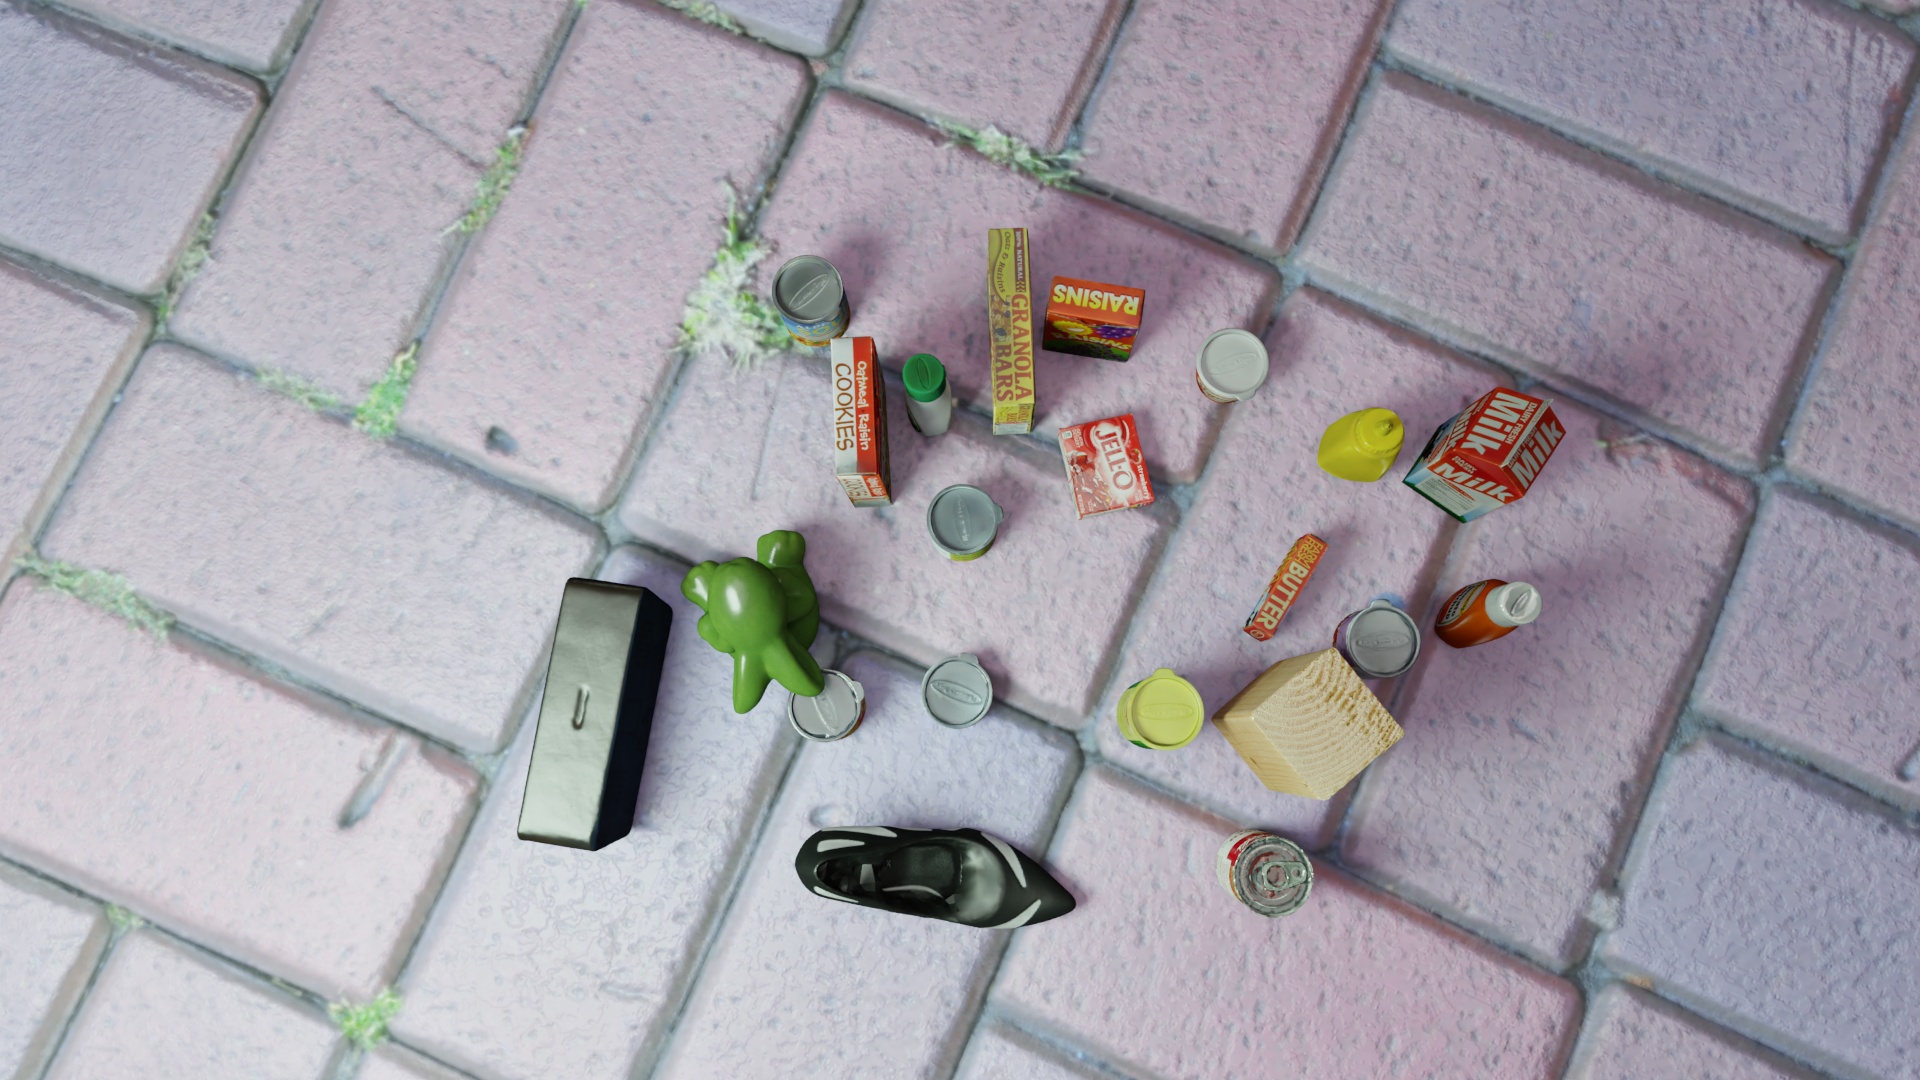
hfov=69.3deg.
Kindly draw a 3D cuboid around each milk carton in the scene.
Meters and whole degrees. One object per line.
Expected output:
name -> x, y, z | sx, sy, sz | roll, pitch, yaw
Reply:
milk carton -> 0.469, -0.077, 1.235 | 0.073, 0.190, 0.072 | 35, 84, 5

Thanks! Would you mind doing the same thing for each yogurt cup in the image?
yogurt cup -> 0.255, -0.163, 1.320 | 0.072, 0.054, 0.072 | 0, 82, 1

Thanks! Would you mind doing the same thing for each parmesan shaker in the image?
parmesan shaker -> 0.178, 0.152, 1.248 | 0.071, 0.103, 0.071 | 0, 82, 1

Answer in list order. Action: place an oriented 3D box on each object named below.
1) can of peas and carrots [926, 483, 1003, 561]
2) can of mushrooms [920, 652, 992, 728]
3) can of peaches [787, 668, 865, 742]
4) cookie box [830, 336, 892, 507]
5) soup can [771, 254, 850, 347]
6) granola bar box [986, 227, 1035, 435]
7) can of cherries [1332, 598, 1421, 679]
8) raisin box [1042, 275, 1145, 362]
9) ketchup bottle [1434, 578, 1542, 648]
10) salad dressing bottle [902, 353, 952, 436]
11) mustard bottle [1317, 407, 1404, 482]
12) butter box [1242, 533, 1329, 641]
can of peas and carrots -> 0.005, -0.016, 1.298 | 0.071, 0.058, 0.071 | 0, 82, 1
can of mushrooms -> -0.002, 0.139, 1.287 | 0.071, 0.033, 0.071 | 0, 82, 1
can of peaches -> -0.119, 0.151, 1.275 | 0.071, 0.058, 0.071 | 0, 82, 1
cookie box -> -0.088, -0.103, 1.257 | 0.040, 0.167, 0.123 | -4, 82, 0
soup can -> -0.139, -0.223, 1.318 | 0.071, 0.083, 0.071 | 0, 82, 1
granola bar box -> 0.047, -0.191, 1.291 | 0.039, 0.124, 0.165 | -2, 82, 1
can of cherries -> 0.382, 0.092, 1.278 | 0.071, 0.058, 0.071 | 0, 82, 1
raisin box -> 0.121, -0.204, 1.292 | 0.086, 0.123, 0.040 | 10, 82, 2
ketchup bottle -> 0.472, 0.062, 1.235 | 0.043, 0.148, 0.065 | 38, 84, 6
salad dressing bottle -> -0.031, -0.135, 1.271 | 0.044, 0.147, 0.064 | -13, 82, -1
mustard bottle -> 0.368, -0.090, 1.254 | 0.065, 0.160, 0.049 | 17, 83, 3
butter box -> 0.301, 0.044, 1.288 | 0.024, 0.053, 0.103 | 32, 83, 5
